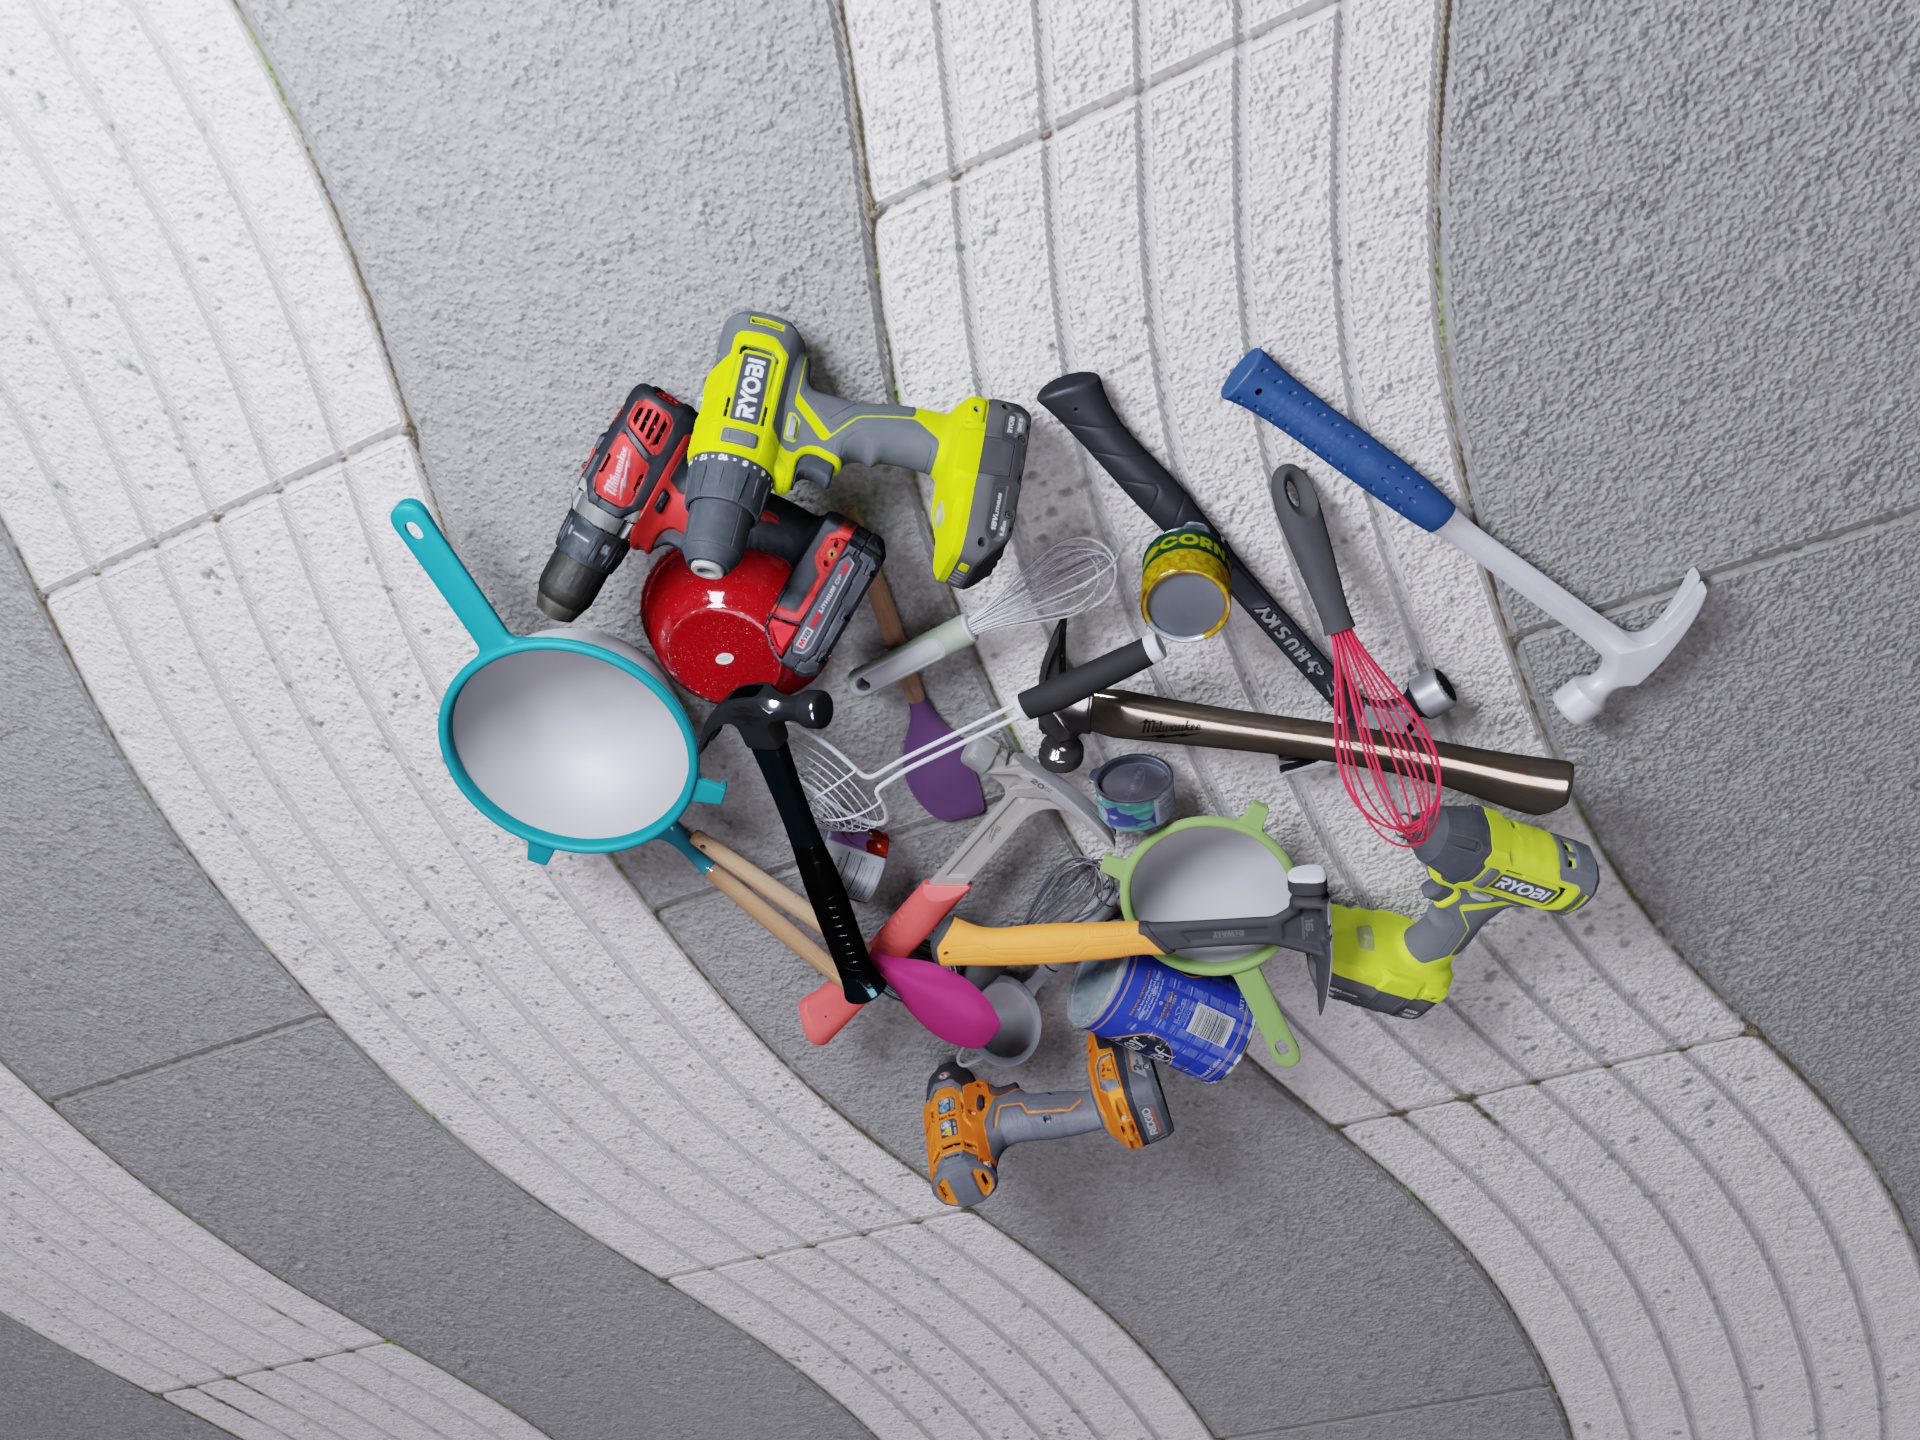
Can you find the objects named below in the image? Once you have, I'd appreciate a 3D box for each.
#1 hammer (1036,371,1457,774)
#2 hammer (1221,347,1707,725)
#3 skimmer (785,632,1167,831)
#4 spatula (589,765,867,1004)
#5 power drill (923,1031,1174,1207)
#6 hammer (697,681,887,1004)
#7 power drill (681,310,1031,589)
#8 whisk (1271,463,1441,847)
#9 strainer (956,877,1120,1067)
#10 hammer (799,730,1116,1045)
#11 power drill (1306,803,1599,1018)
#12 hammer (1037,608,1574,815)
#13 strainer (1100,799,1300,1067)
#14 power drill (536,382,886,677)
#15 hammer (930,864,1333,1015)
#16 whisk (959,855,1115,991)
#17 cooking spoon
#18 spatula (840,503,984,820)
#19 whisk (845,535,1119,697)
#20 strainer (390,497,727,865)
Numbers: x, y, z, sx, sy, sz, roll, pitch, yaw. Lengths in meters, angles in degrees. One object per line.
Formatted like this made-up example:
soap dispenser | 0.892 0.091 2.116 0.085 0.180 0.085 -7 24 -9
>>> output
hammer | 0.202 -0.110 1.210 0.149 0.036 0.408 -34 115 28
hammer | 0.365 -0.146 1.164 0.405 0.035 0.144 32 123 -16
skimmer | -0.002 -0.004 1.275 0.363 0.090 0.127 -25 122 22
spatula | -0.208 0.155 1.411 0.317 0.044 0.082 38 120 3
power drill | 0.073 0.354 1.501 0.226 0.164 0.084 -19 122 4
hammer | -0.121 0.109 1.298 0.128 0.033 0.330 4 129 29
power drill | -0.077 -0.170 1.112 0.228 0.191 0.080 13 161 -9
whisk | 0.285 -0.048 1.164 0.073 0.073 0.296 -19 90 19
strainer | 0.080 0.233 1.468 0.087 0.050 0.258 50 121 25
hammer | -0.024 0.172 1.401 0.149 0.037 0.359 35 117 -9
power drill | 0.388 0.153 1.319 0.171 0.080 0.223 17 137 -15
hammer | 0.262 0.007 1.237 0.410 0.038 0.146 9 131 12
strainer | 0.237 0.183 1.377 0.151 0.069 0.256 -22 108 18
power drill | -0.188 -0.117 1.180 0.226 0.080 0.188 31 99 -5
hammer | 0.142 0.191 1.340 0.337 0.034 0.127 -4 110 12
whisk | 0.060 0.194 1.442 0.055 0.055 0.239 31 128 -16
cooking spoon | -0.103 0.190 1.394 0.319 0.017 0.068 35 118 -3
spatula | -0.045 -0.038 1.299 0.060 0.018 0.315 -12 124 9
whisk | 0.014 -0.075 1.237 0.246 0.059 0.057 -26 108 20
strainer | -0.339 -0.048 1.280 0.211 0.095 0.340 -19 120 17
